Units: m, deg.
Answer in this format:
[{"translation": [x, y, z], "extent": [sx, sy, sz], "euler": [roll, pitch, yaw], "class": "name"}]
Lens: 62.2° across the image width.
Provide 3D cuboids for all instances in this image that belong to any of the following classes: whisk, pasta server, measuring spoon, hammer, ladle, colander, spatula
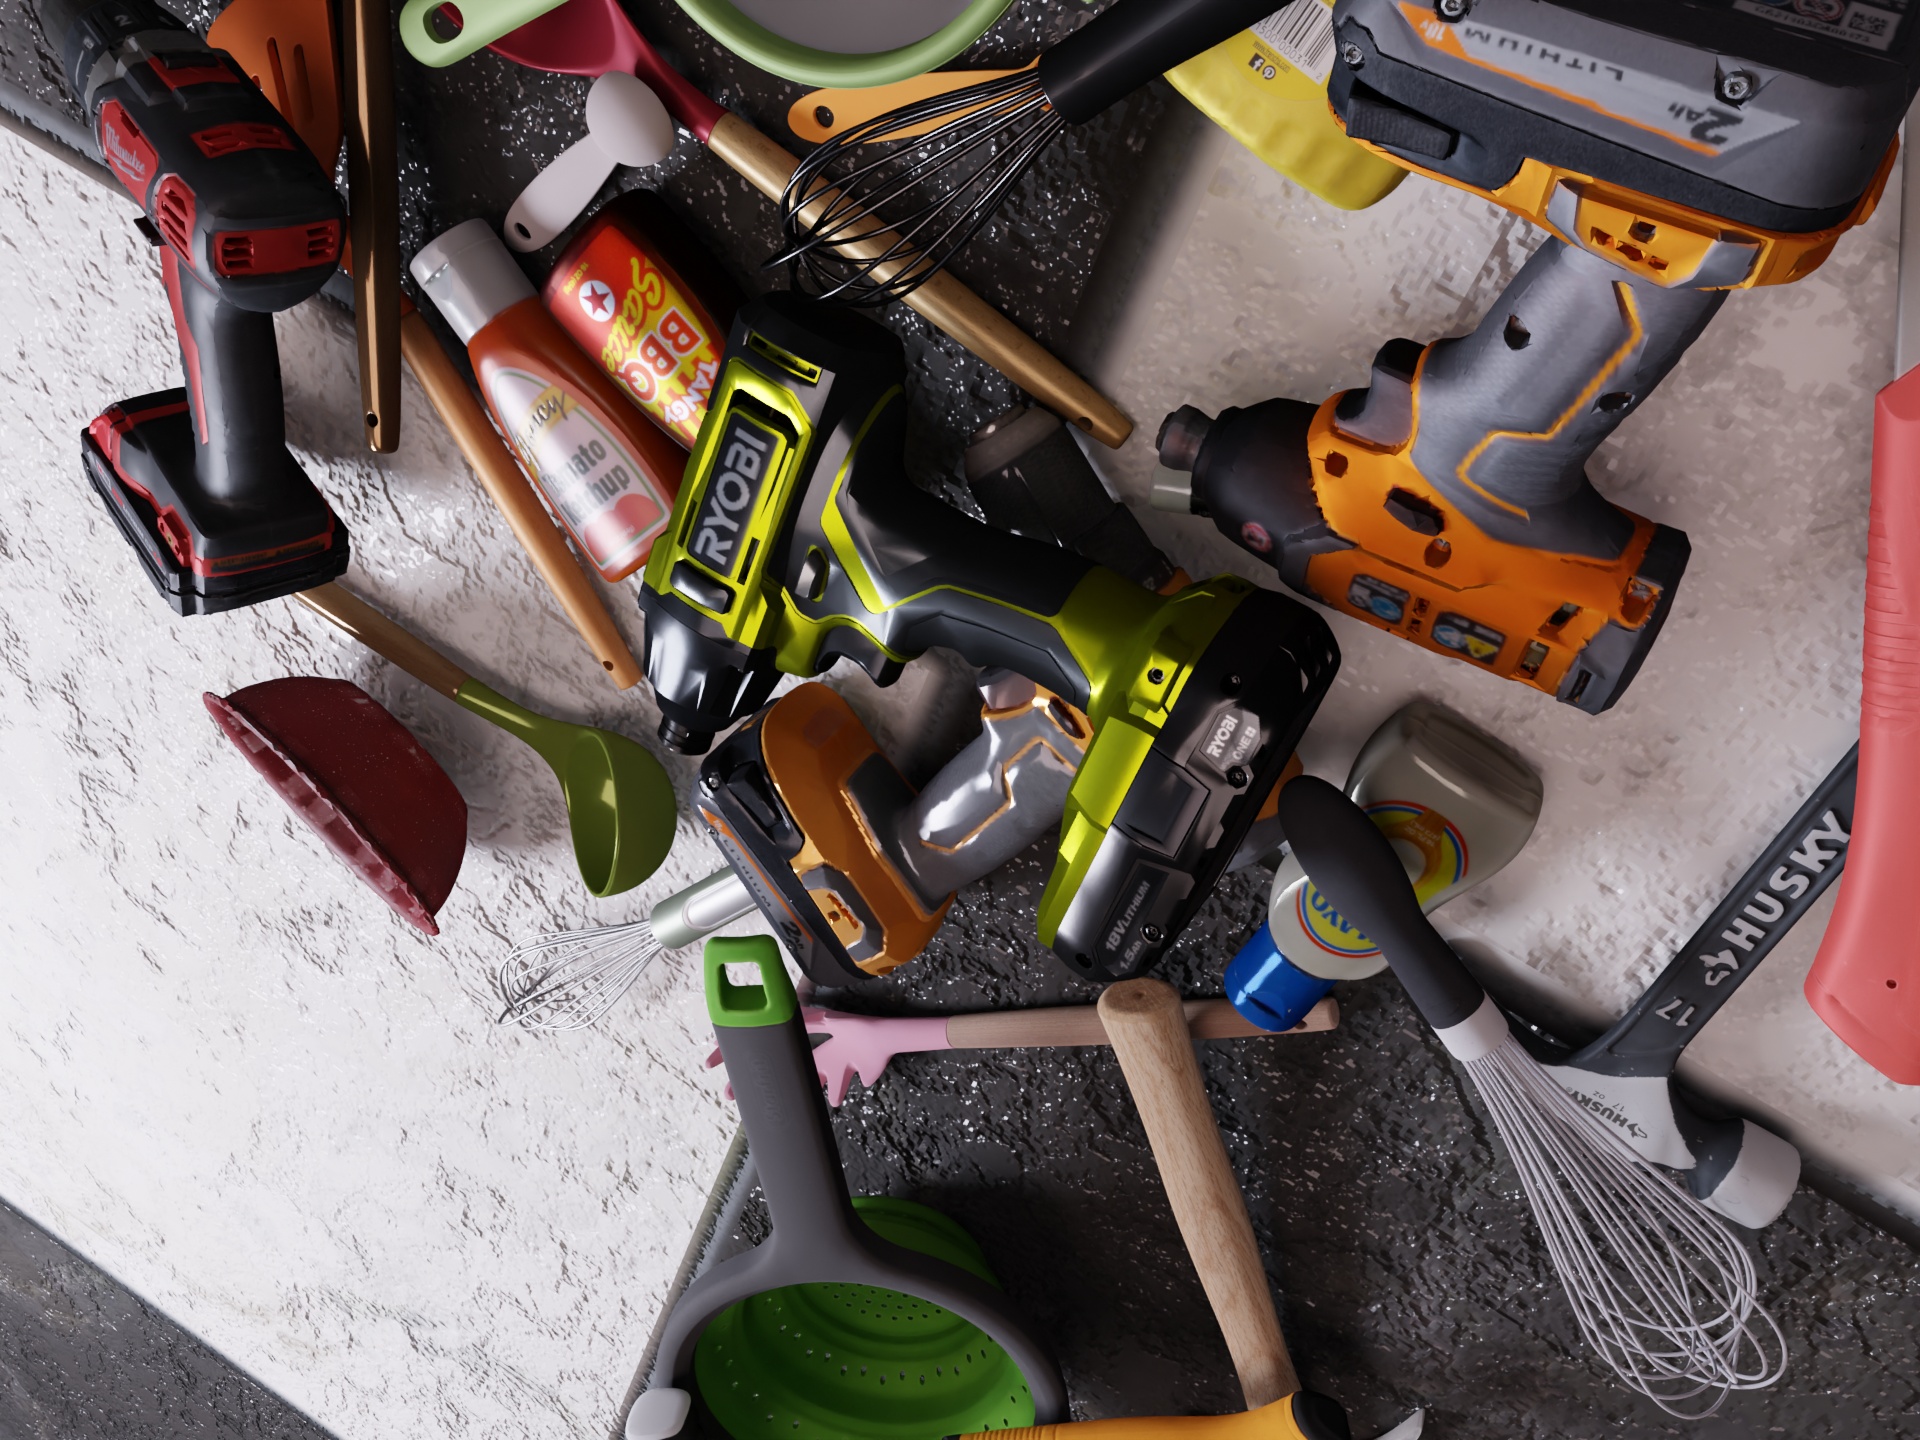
[{"translation": [0.029, -0.180, 0.452], "extent": [0.239, 0.055, 0.055], "euler": [-20, 108, 38], "class": "whisk"}, {"translation": [0.200, 0.133, 0.565], "extent": [0.070, 0.070, 0.284], "euler": [-31, 99, 38], "class": "whisk"}, {"translation": [0.018, 0.147, 0.728], "extent": [0.316, 0.040, 0.060], "euler": [-10, 120, 31], "class": "pasta server"}, {"translation": [-0.147, -0.201, 0.597], "extent": [0.034, 0.018, 0.124], "euler": [48, 144, -19], "class": "measuring spoon"}, {"translation": [0.274, -0.064, 0.425], "extent": [0.149, 0.037, 0.359], "euler": [5, 113, 35], "class": "hammer"}, {"translation": [-0.267, -0.023, 0.765], "extent": [0.320, 0.062, 0.078], "euler": [32, 129, 10], "class": "ladle"}, {"translation": [-0.149, 0.104, 0.784], "extent": [0.246, 0.059, 0.057], "euler": [-29, 102, 33], "class": "whisk"}, {"translation": [-0.010, -0.212, 0.543], "extent": [0.117, 0.011, 0.021], "euler": [4, 126, 30], "class": "measuring spoon"}, {"translation": [0.292, 0.000, 0.495], "extent": [0.149, 0.036, 0.408], "euler": [28, 127, 11], "class": "hammer"}, {"translation": [-0.056, 0.242, 0.771], "extent": [0.204, 0.095, 0.396], "euler": [-4, 120, 11], "class": "colander"}, {"translation": [0.125, 0.250, 0.723], "extent": [0.130, 0.031, 0.331], "euler": [-4, 121, 28], "class": "hammer"}, {"translation": [0.015, 0.357, 0.752], "extent": [0.337, 0.034, 0.127], "euler": [-10, 118, 14], "class": "hammer"}, {"translation": [-0.219, -0.154, 0.681], "extent": [0.081, 0.041, 0.322], "euler": [-13, 116, 34], "class": "spatula"}, {"translation": [-0.230, -0.254, 0.592], "extent": [0.082, 0.044, 0.317], "euler": [12, 113, 16], "class": "spatula"}, {"translation": [-0.066, -0.196, 0.569], "extent": [0.315, 0.031, 0.069], "euler": [37, 146, 0], "class": "ladle"}]

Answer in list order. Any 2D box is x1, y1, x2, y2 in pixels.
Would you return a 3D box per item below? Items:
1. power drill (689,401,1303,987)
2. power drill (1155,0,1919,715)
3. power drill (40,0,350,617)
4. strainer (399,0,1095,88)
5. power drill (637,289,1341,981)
[{"translation": [-0.001, -0.002, 0.623], "extent": [0.226, 0.084, 0.185], "euler": [-25, 104, 32], "class": "power drill"}, {"translation": [0.135, -0.106, 0.429], "extent": [0.164, 0.084, 0.226], "euler": [25, 150, 17], "class": "power drill"}, {"translation": [-0.322, -0.177, 0.659], "extent": [0.188, 0.080, 0.226], "euler": [48, 139, 24], "class": "power drill"}, {"translation": [-0.073, -0.266, 0.502], "extent": [0.256, 0.069, 0.151], "euler": [-10, 116, 32], "class": "strainer"}, {"translation": [-0.004, -0.019, 0.536], "extent": [0.223, 0.080, 0.171], "euler": [32, 117, 15], "class": "power drill"}]
